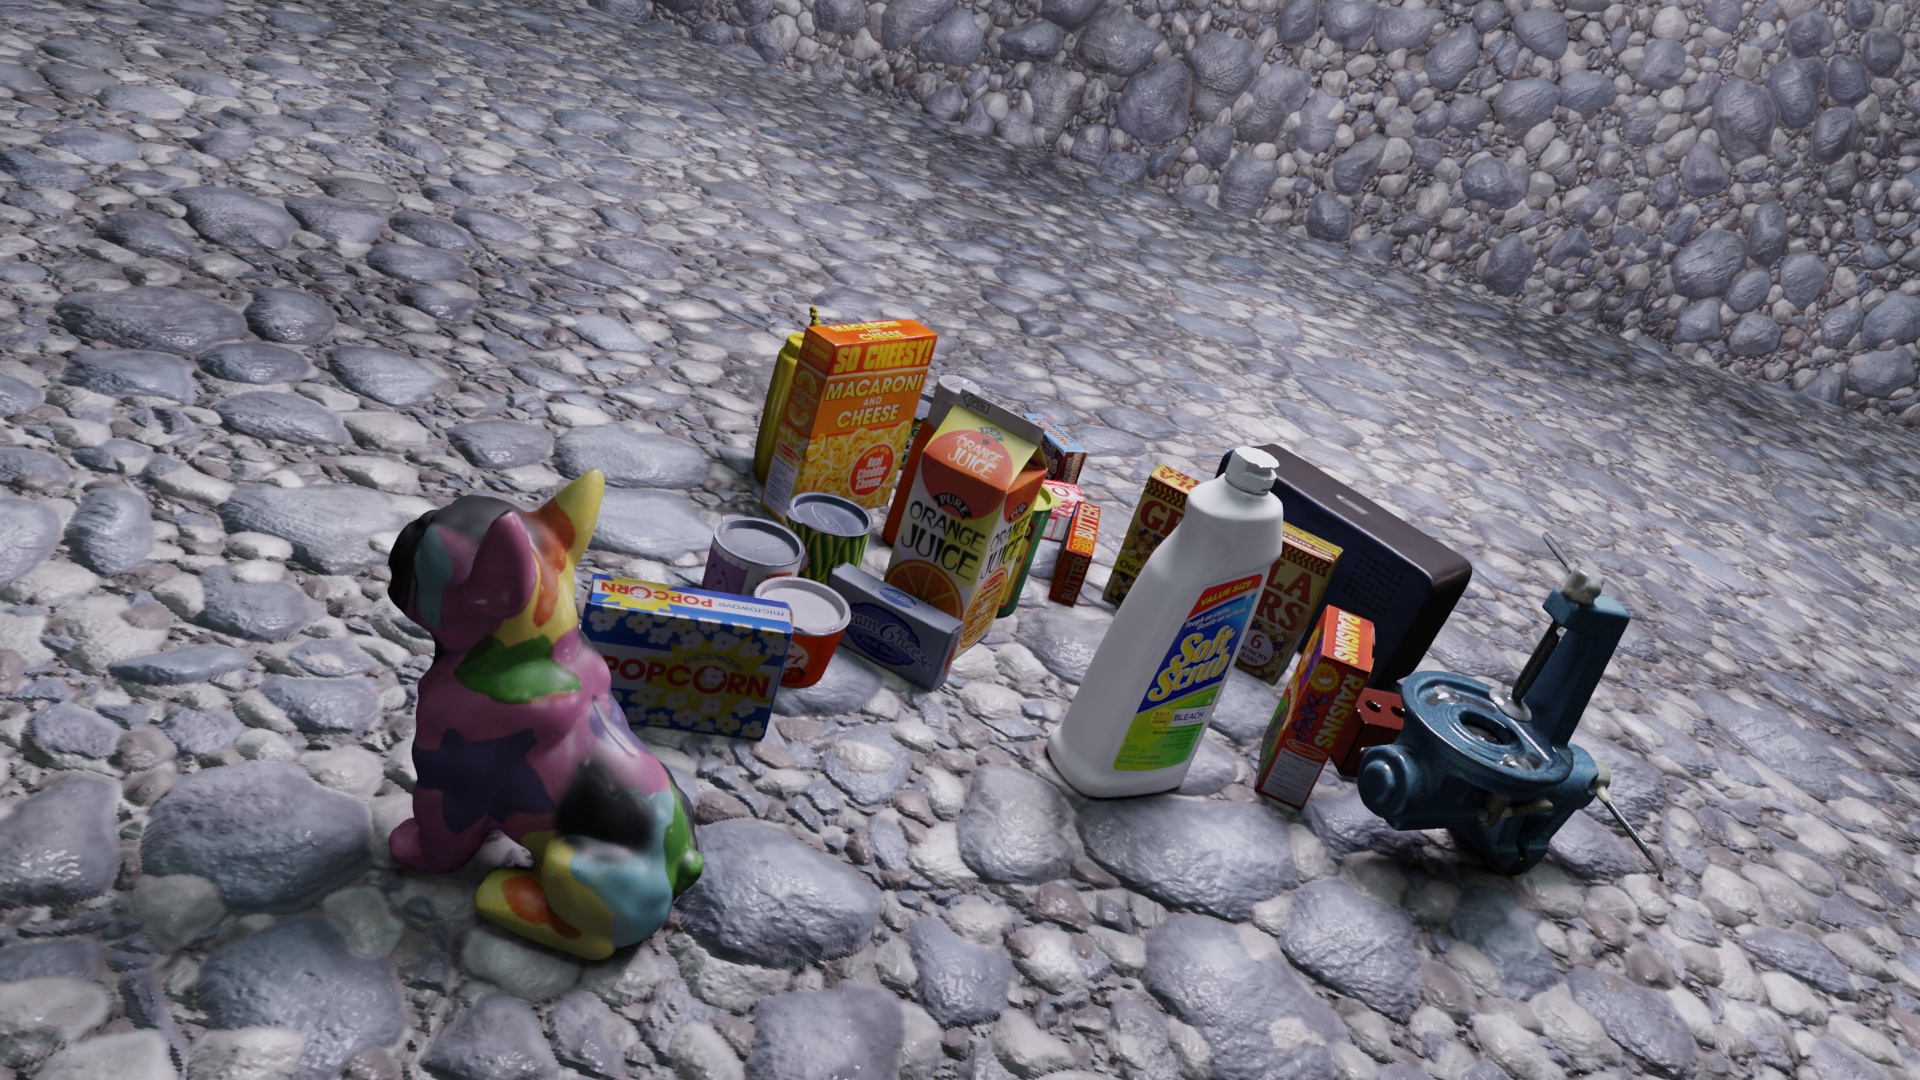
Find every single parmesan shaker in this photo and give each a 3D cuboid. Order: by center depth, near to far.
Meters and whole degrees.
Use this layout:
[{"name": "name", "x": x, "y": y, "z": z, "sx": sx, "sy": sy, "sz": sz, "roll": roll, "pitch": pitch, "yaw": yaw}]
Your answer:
[{"name": "parmesan shaker", "x": 0.032, "y": 0.004, "z": 1.112, "sx": 0.071, "sy": 0.102, "sz": 0.071, "roll": 15, "pitch": 26, "yaw": -7}]

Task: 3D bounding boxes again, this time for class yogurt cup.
[{"name": "yogurt cup", "x": -0.115, "y": 0.064, "z": 0.958, "sx": 0.072, "sy": 0.053, "sz": 0.073, "roll": 15, "pitch": 26, "yaw": -7}]

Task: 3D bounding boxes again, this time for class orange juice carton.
[{"name": "orange juice carton", "x": 0.004, "y": -0.013, "z": 1.026, "sx": 0.072, "sy": 0.191, "sz": 0.073, "roll": 27, "pitch": 27, "yaw": 18}]

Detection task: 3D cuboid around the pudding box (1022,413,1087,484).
[{"name": "pudding box", "x": 0.088, "y": -0.087, "z": 1.381, "sx": 0.030, "sy": 0.049, "sz": 0.084, "roll": 0, "pitch": 32, "yaw": -33}]

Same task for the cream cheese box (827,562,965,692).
[{"name": "cream cheese box", "x": -0.052, "y": 0.062, "z": 1.003, "sx": 0.104, "sy": 0.053, "sz": 0.024, "roll": 27, "pitch": 27, "yaw": 17}]

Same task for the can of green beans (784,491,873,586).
[{"name": "can of green beans", "x": -0.107, "y": 0.003, "z": 1.076, "sx": 0.071, "sy": 0.057, "sz": 0.071, "roll": 15, "pitch": 26, "yaw": -7}]

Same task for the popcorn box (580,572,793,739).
[{"name": "popcorn box", "x": -0.175, "y": 0.073, "z": 0.868, "sx": 0.127, "sy": 0.084, "sz": 0.038, "roll": 10, "pitch": 27, "yaw": -16}]

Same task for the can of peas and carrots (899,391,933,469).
[{"name": "can of peas and carrots", "x": -0.049, "y": -0.105, "z": 1.319, "sx": 0.071, "sy": 0.058, "sz": 0.071, "roll": 15, "pitch": 26, "yaw": -7}]

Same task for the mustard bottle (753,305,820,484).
[{"name": "mustard bottle", "x": -0.139, "y": -0.124, "z": 1.185, "sx": 0.049, "sy": 0.159, "sz": 0.065, "roll": 10, "pitch": 27, "yaw": -17}]

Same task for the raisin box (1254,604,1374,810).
[{"name": "raisin box", "x": 0.258, "y": 0.120, "z": 1.008, "sx": 0.040, "sy": 0.122, "sz": 0.086, "roll": 22, "pitch": 26, "yaw": 8}]

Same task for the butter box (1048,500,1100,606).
[{"name": "butter box", "x": 0.099, "y": 0.010, "z": 1.198, "sx": 0.024, "sy": 0.053, "sz": 0.104, "roll": 19, "pitch": 26, "yaw": 1}]

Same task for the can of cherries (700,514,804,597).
[{"name": "can of cherries", "x": -0.153, "y": 0.023, "z": 1.009, "sx": 0.071, "sy": 0.058, "sz": 0.072, "roll": 15, "pitch": 26, "yaw": -7}]

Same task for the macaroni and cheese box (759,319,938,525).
[{"name": "macaroni and cheese box", "x": -0.094, "y": -0.101, "z": 1.163, "sx": 0.040, "sy": 0.165, "sz": 0.124, "roll": 35, "pitch": 31, "yaw": 31}]

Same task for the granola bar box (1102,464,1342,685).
[{"name": "granola bar box", "x": 0.215, "y": 0.028, "z": 1.157, "sx": 0.166, "sy": 0.123, "sz": 0.039, "roll": 27, "pitch": 27, "yaw": 17}]

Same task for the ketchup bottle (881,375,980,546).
[{"name": "ketchup bottle", "x": -0.020, "y": -0.063, "z": 1.157, "sx": 0.043, "sy": 0.148, "sz": 0.065, "roll": 31, "pitch": 29, "yaw": 25}]
